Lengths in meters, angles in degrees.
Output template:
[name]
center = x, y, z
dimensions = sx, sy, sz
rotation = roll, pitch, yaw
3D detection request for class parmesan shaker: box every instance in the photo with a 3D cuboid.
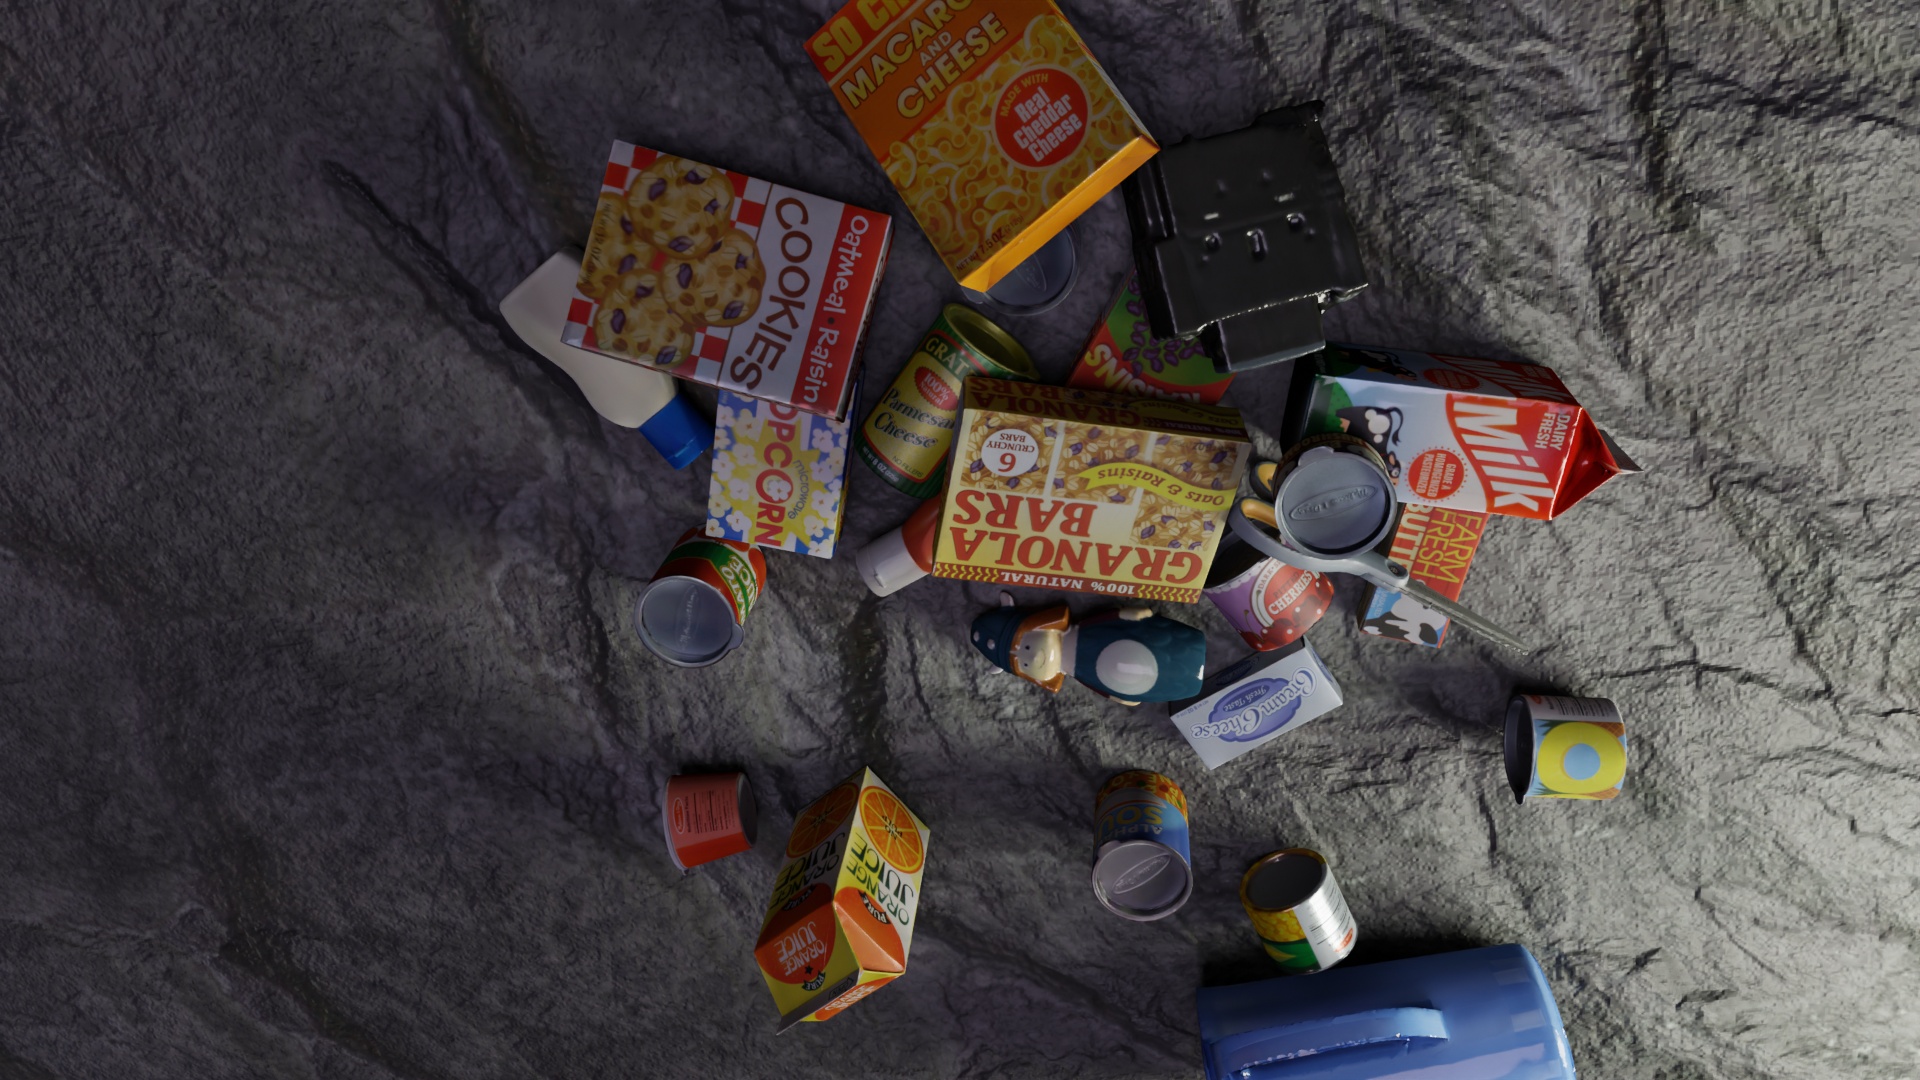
[parmesan shaker]
center = -0.009, -0.081, 0.842
dimensions = 0.071, 0.071, 0.102
rotation = 34, 114, -9

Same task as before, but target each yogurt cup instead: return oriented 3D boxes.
[yogurt cup]
center = -0.178, 0.197, 0.994
dimensions = 0.054, 0.073, 0.072
rotation = -10, 113, 3

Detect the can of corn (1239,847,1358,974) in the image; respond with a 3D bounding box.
[can of corn]
center = 0.234, 0.258, 0.973
dimensions = 0.071, 0.071, 0.058
rotation = -22, 110, 16

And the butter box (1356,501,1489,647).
[butter box]
center = 0.290, 0.015, 0.876
dimensions = 0.053, 0.024, 0.103
rotation = 12, 115, 2

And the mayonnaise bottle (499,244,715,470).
[mayonnaise bottle]
center = -0.215, -0.110, 0.869
dimensions = 0.064, 0.041, 0.148
rotation = -36, 107, 16

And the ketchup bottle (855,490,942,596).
[ketchup bottle]
center = 0.003, -0.011, 0.887
dimensions = 0.148, 0.044, 0.064
rotation = -28, 115, 18

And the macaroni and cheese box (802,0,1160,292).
[macaroni and cheese box]
center = 0.008, -0.238, 0.746
dimensions = 0.123, 0.040, 0.166
rotation = -36, 78, 19

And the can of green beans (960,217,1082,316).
[can of green beans]
center = 0.037, -0.169, 0.802
dimensions = 0.071, 0.058, 0.071
rotation = 2, 115, 5

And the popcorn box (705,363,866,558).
[popcorn box]
center = -0.112, -0.057, 0.882
dimensions = 0.085, 0.038, 0.126
rotation = 11, 115, 0

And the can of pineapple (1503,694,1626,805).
[can of pineapple]
center = 0.388, 0.135, 0.896
dimensions = 0.058, 0.071, 0.070
rotation = 1, 115, 6

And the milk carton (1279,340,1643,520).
[milk carton]
center = 0.291, -0.064, 0.813
dimensions = 0.191, 0.073, 0.073
rotation = 7, 116, 3

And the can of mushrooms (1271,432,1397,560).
[can of mushrooms]
center = 0.209, -0.027, 0.781
dimensions = 0.071, 0.033, 0.070
rotation = 3, 116, 7

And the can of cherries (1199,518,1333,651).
[can of cherries]
center = 0.191, 0.027, 0.867
dimensions = 0.071, 0.072, 0.058
rotation = -36, 106, 20

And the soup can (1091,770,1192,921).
[soup can]
center = 0.122, 0.205, 0.950
dimensions = 0.071, 0.084, 0.071
rotation = 2, 115, 5

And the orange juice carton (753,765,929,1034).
[orange juice carton]
center = -0.079, 0.246, 0.932
dimensions = 0.071, 0.193, 0.073
rotation = -36, 107, 19

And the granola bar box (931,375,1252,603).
[granola bar box]
center = 0.073, -0.028, 0.822
dimensions = 0.166, 0.039, 0.123
rotation = 6, 127, -7

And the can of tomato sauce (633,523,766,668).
[can of tomato sauce]
center = -0.166, 0.034, 0.905
dimensions = 0.071, 0.083, 0.071
rotation = 3, 115, 5

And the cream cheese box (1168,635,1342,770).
[cream cheese box]
center = 0.197, 0.108, 0.930
dimensions = 0.103, 0.024, 0.053
rotation = -32, 109, 19

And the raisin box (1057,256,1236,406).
[raisin box]
center = 0.113, -0.098, 0.837
dimensions = 0.086, 0.040, 0.123
rotation = 27, 115, -7

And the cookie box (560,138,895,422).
[cookie box]
center = -0.134, -0.151, 0.818
dimensions = 0.167, 0.040, 0.123
rotation = 15, 91, 0
